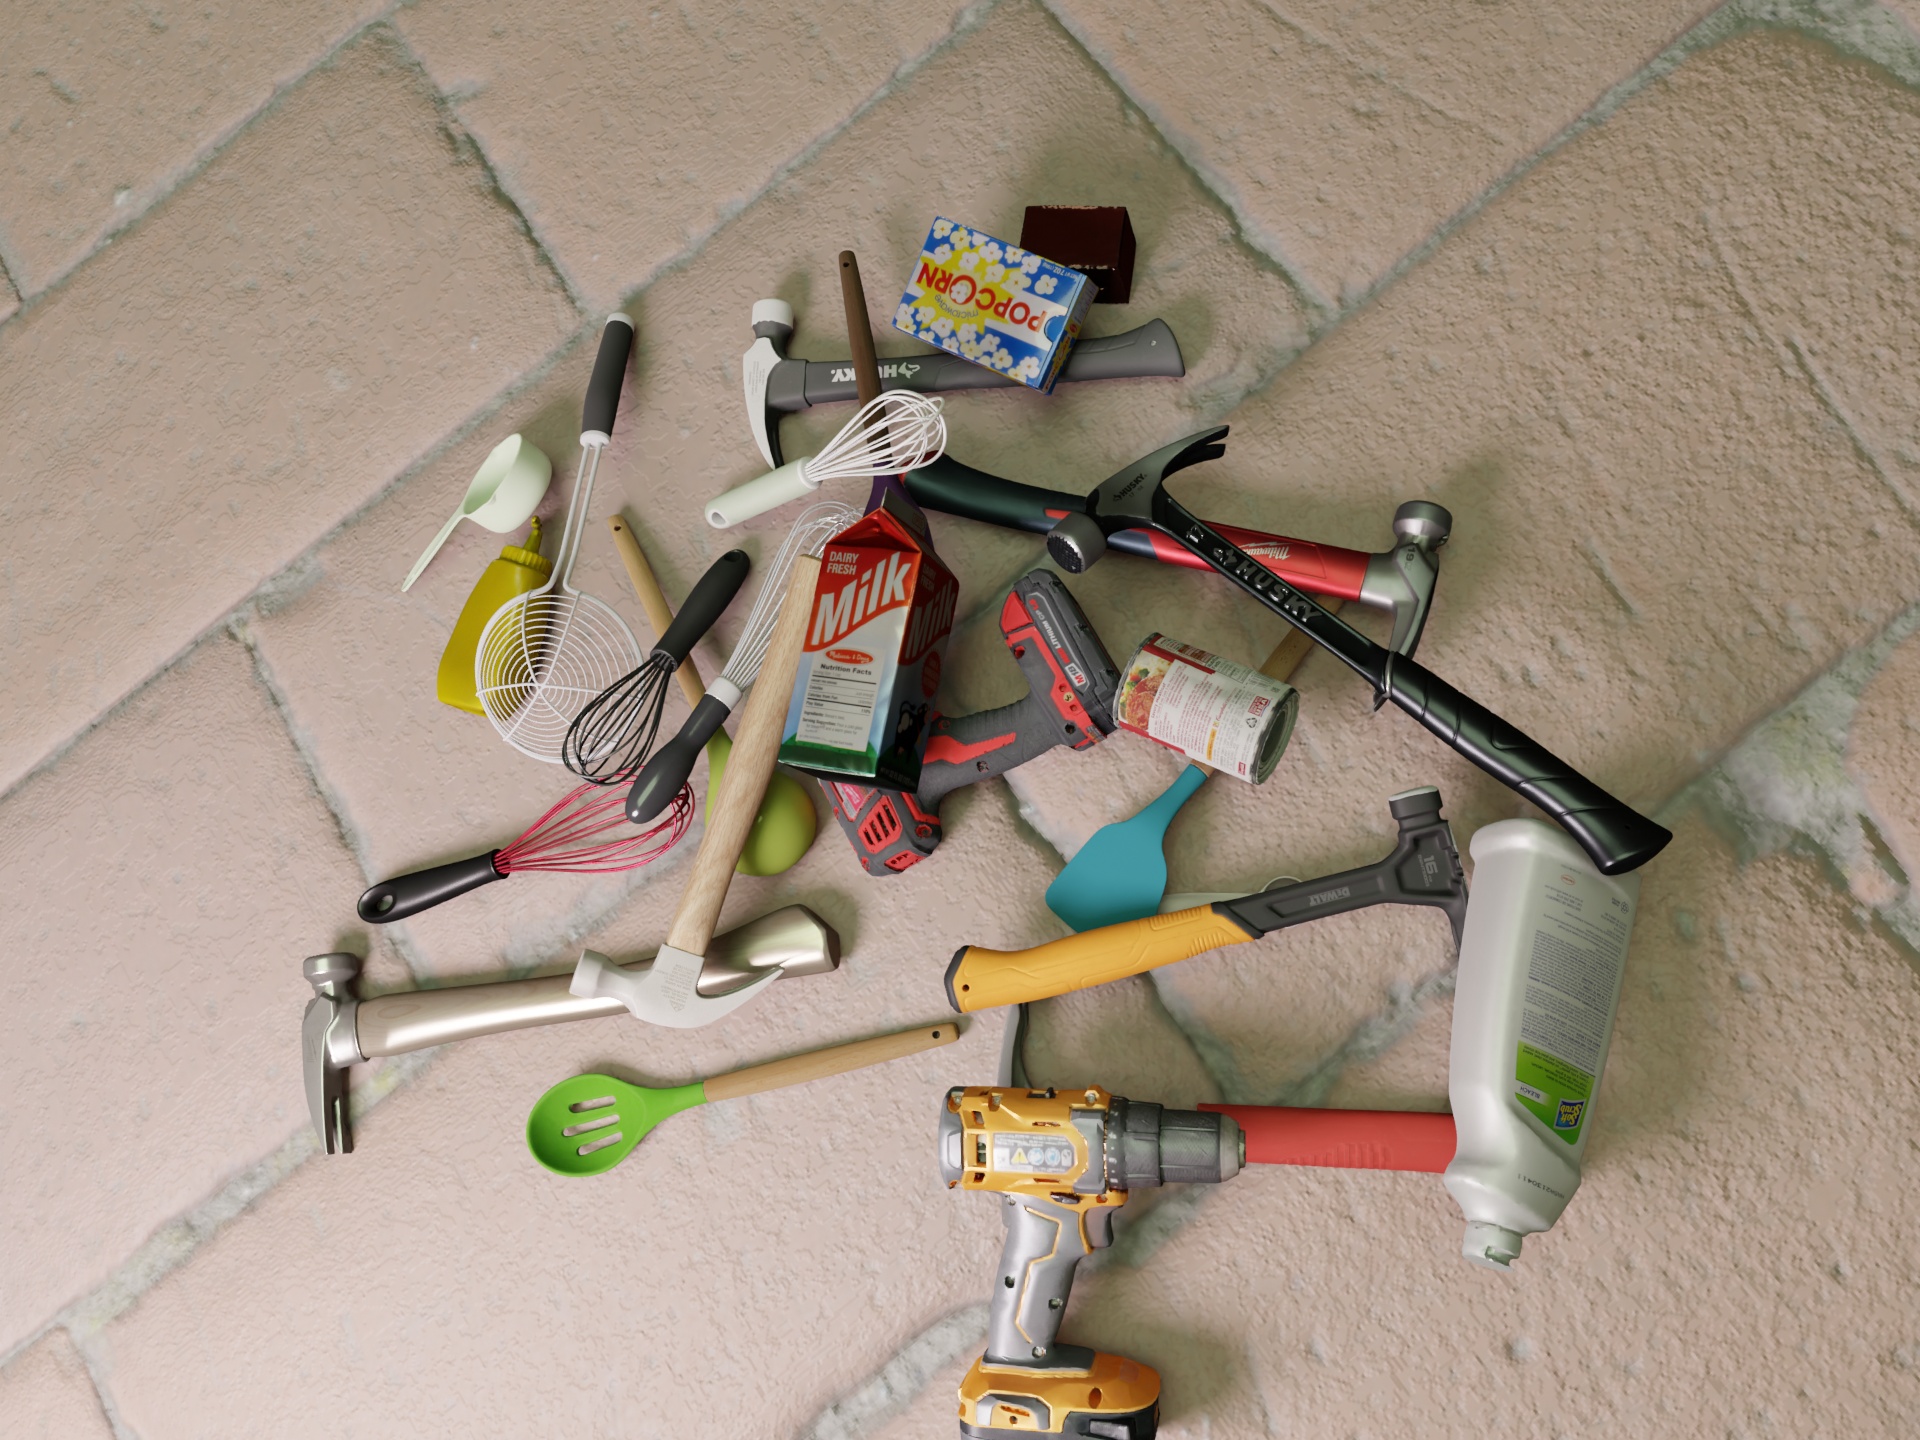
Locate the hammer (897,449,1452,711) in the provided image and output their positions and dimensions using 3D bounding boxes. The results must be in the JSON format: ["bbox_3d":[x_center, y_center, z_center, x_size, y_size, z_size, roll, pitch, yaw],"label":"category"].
[{"bbox_3d":[0.127,-0.115,1.098,0.386,0.038,0.143,14,73,20],"label":"hammer"}]

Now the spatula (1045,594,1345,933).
[{"bbox_3d":[0.177,0.017,1.074,0.082,0.044,0.317,35,82,29],"label":"spatula"}]

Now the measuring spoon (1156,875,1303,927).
[{"bbox_3d":[0.172,0.124,1.057,0.124,0.018,0.034,-6,74,20],"label":"measuring spoon"}]

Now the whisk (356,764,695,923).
[{"bbox_3d":[-0.322,0.099,1.168,0.296,0.073,0.073,-19,73,16],"label":"whisk"}]

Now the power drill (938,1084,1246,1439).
[{"bbox_3d":[0.082,0.336,0.967,0.185,0.084,0.226,-1,90,12],"label":"power drill"}]

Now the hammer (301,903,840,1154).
[{"bbox_3d":[-0.283,0.208,1.140,0.410,0.038,0.146,-12,76,11],"label":"hammer"}]

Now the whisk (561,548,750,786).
[{"bbox_3d":[-0.207,-0.043,1.129,0.055,0.055,0.239,14,50,17],"label":"whisk"}]

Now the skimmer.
[{"bbox_3d":[-0.281,-0.147,1.210,0.127,0.090,0.364,1,61,6],"label":"skimmer"}]

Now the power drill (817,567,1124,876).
[{"bbox_3d":[-0.002,-0.004,1.100,0.219,0.078,0.143,-32,71,8],"label":"power drill"}]

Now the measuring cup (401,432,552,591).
[{"bbox_3d":[-0.380,-0.152,1.252,0.167,0.038,0.083,-44,34,20],"label":"measuring cup"}]

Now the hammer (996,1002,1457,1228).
[{"bbox_3d":[0.200,0.252,1.005,0.359,0.036,0.149,-2,76,15],"label":"hammer"}]

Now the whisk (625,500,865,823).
[{"bbox_3d":[-0.148,-0.044,1.124,0.070,0.070,0.285,27,70,19],"label":"whisk"}]

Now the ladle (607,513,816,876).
[{"bbox_3d":[-0.196,-0.026,1.178,0.078,0.062,0.320,-30,65,1],"label":"ladle"}]

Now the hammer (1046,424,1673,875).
[{"bbox_3d":[0.252,-0.043,0.984,0.409,0.036,0.149,39,67,21],"label":"hammer"}]

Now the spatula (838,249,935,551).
[{"bbox_3d":[-0.062,-0.207,1.147,0.060,0.018,0.316,-14,69,11],"label":"spatula"}]

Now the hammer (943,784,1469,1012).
[{"bbox_3d":[0.155,0.142,1.018,0.337,0.034,0.127,-14,86,7],"label":"hammer"}]

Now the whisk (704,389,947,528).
[{"bbox_3d":[-0.102,-0.180,1.134,0.246,0.057,0.059,-15,35,42],"label":"whisk"}]

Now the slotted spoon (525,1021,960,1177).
[{"bbox_3d":[-0.151,0.253,1.100,0.314,0.031,0.070,-16,74,8],"label":"slotted spoon"}]

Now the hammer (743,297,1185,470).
[{"bbox_3d":[-0.001,-0.255,1.180,0.335,0.035,0.146,-2,76,14],"label":"hammer"}]

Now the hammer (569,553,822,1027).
[{"bbox_3d":[-0.145,0.047,1.076,0.130,0.031,0.331,20,84,-9],"label":"hammer"}]
